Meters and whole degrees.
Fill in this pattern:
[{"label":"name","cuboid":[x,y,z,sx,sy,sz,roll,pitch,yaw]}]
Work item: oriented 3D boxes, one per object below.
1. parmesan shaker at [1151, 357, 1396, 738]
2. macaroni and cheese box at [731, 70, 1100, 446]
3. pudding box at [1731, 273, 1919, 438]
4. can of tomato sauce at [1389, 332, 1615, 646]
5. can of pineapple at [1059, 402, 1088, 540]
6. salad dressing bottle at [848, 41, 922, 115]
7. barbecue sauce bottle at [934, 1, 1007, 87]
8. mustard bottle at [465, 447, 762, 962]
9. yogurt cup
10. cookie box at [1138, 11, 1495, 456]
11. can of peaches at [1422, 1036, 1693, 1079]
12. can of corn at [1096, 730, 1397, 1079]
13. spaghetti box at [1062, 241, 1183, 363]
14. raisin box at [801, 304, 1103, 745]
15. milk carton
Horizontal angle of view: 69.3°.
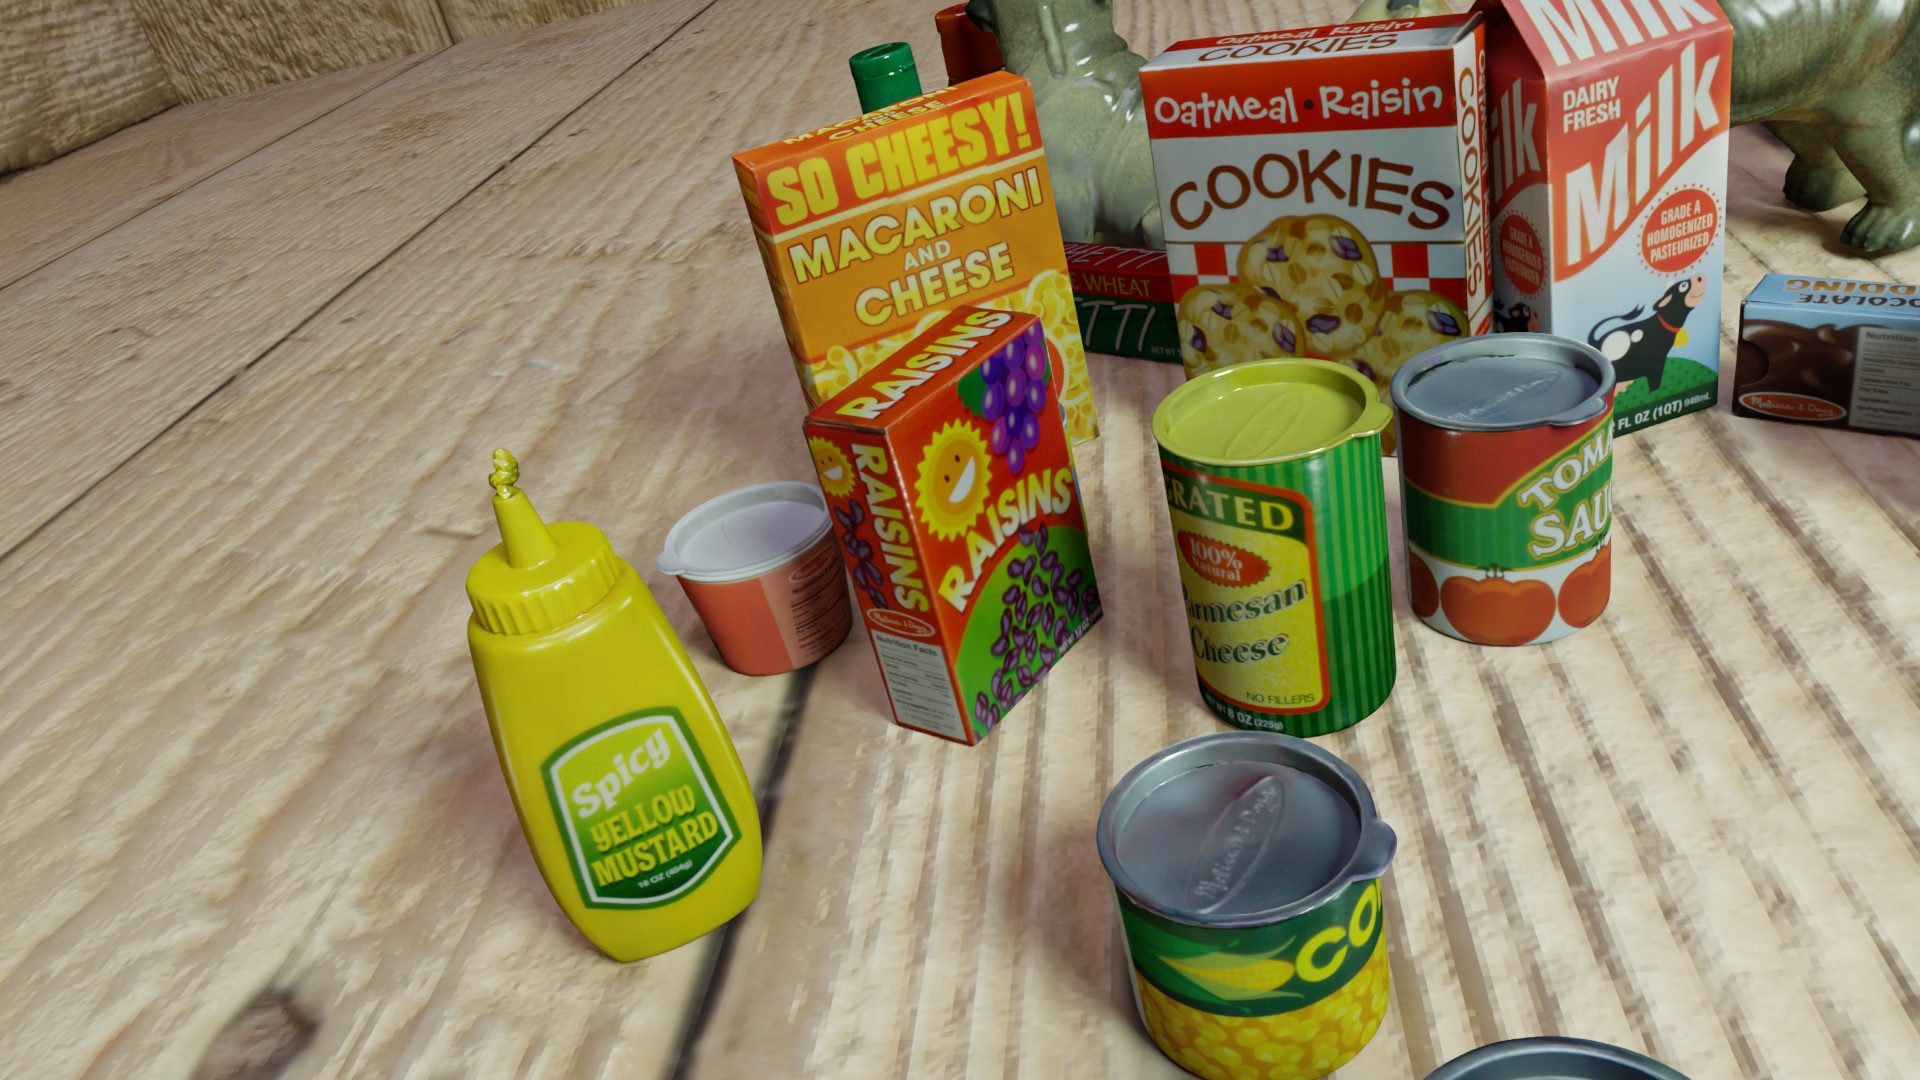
[{"label":"parmesan shaker","cuboid":[0.103,0.004,0.435,0.071,0.102,0.071,-11,30,6]},{"label":"macaroni and cheese box","cuboid":[-0.015,-0.103,0.604,0.124,0.165,0.040,-22,30,-13]},{"label":"pudding box","cuboid":[0.334,-0.068,0.510,0.084,0.049,0.030,15,41,41]},{"label":"can of tomato sauce","cuboid":[0.180,-0.016,0.456,0.071,0.082,0.071,-11,30,6]},{"label":"can of pineapple","cuboid":[0.014,-0.019,0.558,0.071,0.057,0.071,-11,30,6]},{"label":"salad dressing bottle","cuboid":[-0.029,-0.215,0.819,0.044,0.147,0.064,10,37,36]},{"label":"barbecue sauce bottle","cuboid":[0.018,-0.259,0.871,0.043,0.147,0.065,-8,30,11]},{"label":"mustard bottle","cuboid":[-0.104,0.047,0.395,0.065,0.159,0.049,-24,31,-17]},{"label":"yogurt cup","cuboid":[-0.075,0.016,0.541,0.072,0.053,0.073,-11,30,6]},{"label":"cookie box","cuboid":[0.146,-0.117,0.557,0.123,0.166,0.040,8,36,34]},{"label":"can of peaches","cuboid":[0.110,0.137,0.251,0.071,0.057,0.071,-11,30,6]},{"label":"can of corn","cuboid":[0.074,0.091,0.344,0.071,0.058,0.071,-11,30,6]},{"label":"spaghetti box","cuboid":[0.081,-0.123,0.713,0.250,0.050,0.029,16,41,41]},{"label":"raisin box","cuboid":[0.002,-0.006,0.475,0.040,0.122,0.086,12,39,38]},{"label":"milk carton","cuboid":[0.237,-0.138,0.529,0.072,0.189,0.074,-17,30,-4]}]
